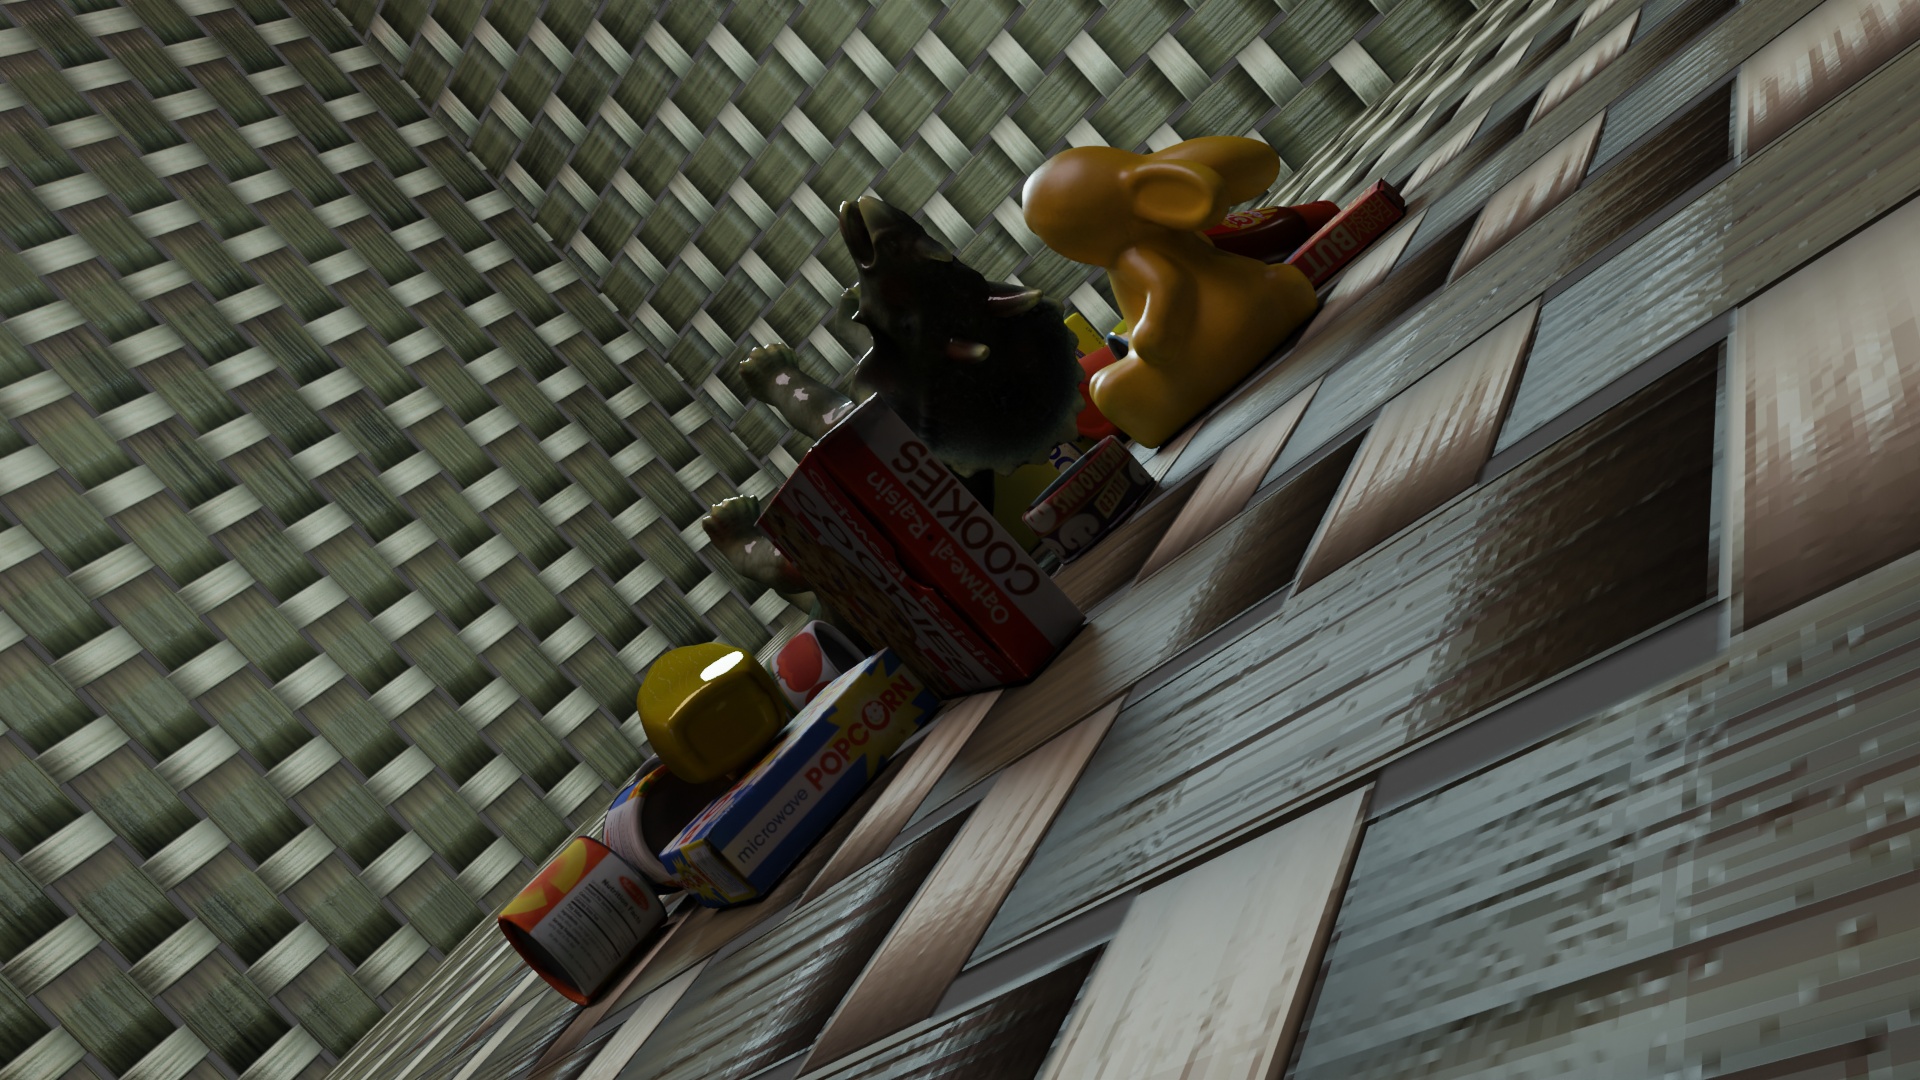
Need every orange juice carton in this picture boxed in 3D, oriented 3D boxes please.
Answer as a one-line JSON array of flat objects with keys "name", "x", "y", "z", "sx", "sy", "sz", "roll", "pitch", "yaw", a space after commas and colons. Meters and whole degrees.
[{"name": "orange juice carton", "x": 0.003, "y": -0.012, "z": 0.958, "sx": 0.073, "sy": 0.072, "sz": 0.192, "roll": -43, "pitch": 4, "yaw": -20}]

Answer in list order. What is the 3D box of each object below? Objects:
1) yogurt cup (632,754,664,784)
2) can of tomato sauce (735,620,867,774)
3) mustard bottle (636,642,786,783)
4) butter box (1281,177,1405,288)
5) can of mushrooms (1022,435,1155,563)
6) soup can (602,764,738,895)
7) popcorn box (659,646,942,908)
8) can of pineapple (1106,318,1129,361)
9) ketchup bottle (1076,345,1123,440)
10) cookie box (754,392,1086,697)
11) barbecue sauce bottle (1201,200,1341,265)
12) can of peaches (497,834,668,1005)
[{"name": "yogurt cup", "x": -0.162, "y": 0.156, "z": 0.865, "sx": 0.072, "sy": 0.072, "sz": 0.054, "roll": -41, "pitch": -4, "yaw": 23}, {"name": "can of tomato sauce", "x": -0.092, "y": 0.094, "z": 0.774, "sx": 0.083, "sy": 0.071, "sz": 0.071, "roll": -42, "pitch": 4, "yaw": 8}, {"name": "mustard bottle", "x": -0.134, "y": 0.082, "z": 0.716, "sx": 0.065, "sy": 0.048, "sz": 0.160, "roll": -33, "pitch": 13, "yaw": -14}, {"name": "butter box", "x": 0.234, "y": -0.185, "z": 0.883, "sx": 0.103, "sy": 0.024, "sz": 0.053, "roll": -40, "pitch": 4, "yaw": 29}, {"name": "can of mushrooms", "x": 0.066, "y": -0.022, "z": 0.720, "sx": 0.071, "sy": 0.033, "sz": 0.071, "roll": -42, "pitch": 3, "yaw": 3}, {"name": "soup can", "x": -0.149, "y": 0.153, "z": 0.747, "sx": 0.072, "sy": 0.071, "sz": 0.083, "roll": -45, "pitch": 5, "yaw": -29}, {"name": "popcorn box", "x": -0.075, "y": 0.111, "z": 0.646, "sx": 0.127, "sy": 0.038, "sz": 0.085, "roll": -45, "pitch": 4, "yaw": -30}, {"name": "can of pineapple", "x": 0.144, "y": -0.137, "z": 0.958, "sx": 0.058, "sy": 0.071, "sz": 0.071, "roll": -44, "pitch": 4, "yaw": -3}, {"name": "ketchup bottle", "x": 0.127, "y": -0.124, "z": 1.036, "sx": 0.149, "sy": 0.065, "sz": 0.043, "roll": -36, "pitch": -34, "yaw": -45}, {"name": "cookie box", "x": -0.026, "y": 0.012, "z": 0.611, "sx": 0.040, "sy": 0.123, "sz": 0.167, "roll": -45, "pitch": 4, "yaw": -18}, {"name": "barbecue sauce bottle", "x": 0.197, "y": -0.202, "z": 0.942, "sx": 0.149, "sy": 0.043, "sz": 0.065, "roll": -17, "pitch": 23, "yaw": -30}, {"name": "can of peaches", "x": -0.197, "y": 0.198, "z": 0.724, "sx": 0.058, "sy": 0.071, "sz": 0.071, "roll": -46, "pitch": 5, "yaw": -34}]
